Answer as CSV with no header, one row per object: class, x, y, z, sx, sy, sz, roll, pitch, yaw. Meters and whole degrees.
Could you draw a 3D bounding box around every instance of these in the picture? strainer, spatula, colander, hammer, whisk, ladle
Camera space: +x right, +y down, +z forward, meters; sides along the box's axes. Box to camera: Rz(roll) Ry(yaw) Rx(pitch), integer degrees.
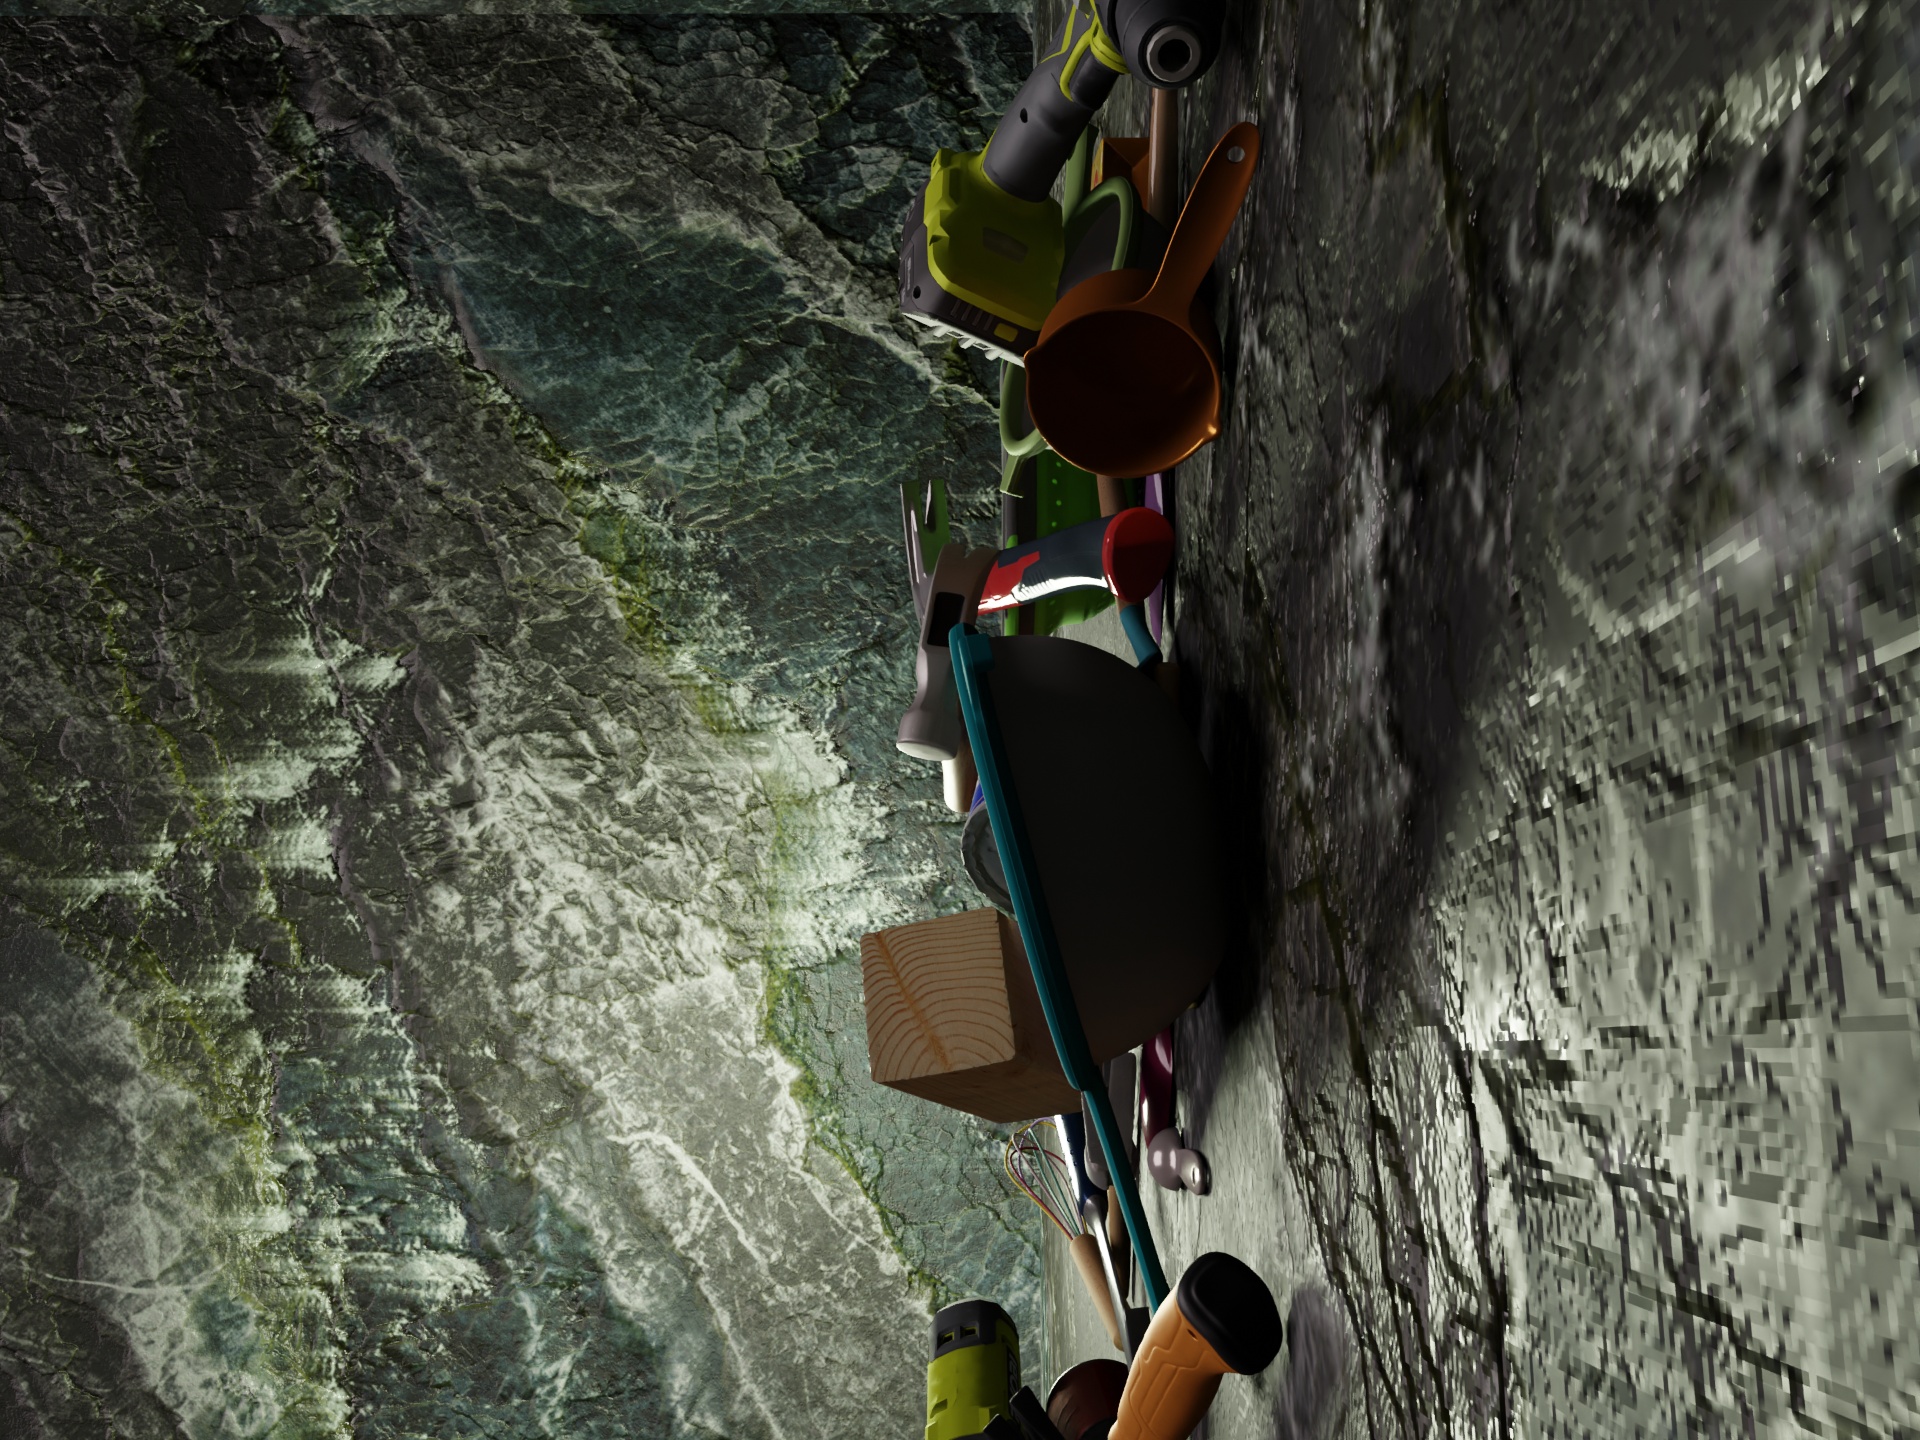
strainer,0.084,-0.241,0.867,0.151,0.069,0.257,126,158,-47
spatula,0.088,-0.081,0.938,0.318,0.044,0.082,-91,8,-49
colander,0.078,-0.189,1.207,0.397,0.094,0.204,-89,-1,-53
hammer,-0.001,-0.003,0.940,0.331,0.031,0.130,85,-165,-73
hammer,0.032,-0.102,0.956,0.386,0.038,0.143,177,86,-74
whisk,0.081,0.375,1.171,0.245,0.047,0.051,-125,31,-64
hammer,0.094,0.100,1.007,0.149,0.037,0.359,83,-171,-48
ladle,0.112,0.267,1.120,0.069,0.031,0.315,-96,4,-76
hammer,0.090,0.316,1.019,0.406,0.035,0.144,-102,12,-70
strainer,0.084,0.109,0.701,0.211,0.095,0.340,-19,-88,-87
hammer,0.078,0.307,0.705,0.127,0.034,0.336,40,148,25
spatula,0.114,-0.200,0.910,0.060,0.018,0.315,-91,0,-73

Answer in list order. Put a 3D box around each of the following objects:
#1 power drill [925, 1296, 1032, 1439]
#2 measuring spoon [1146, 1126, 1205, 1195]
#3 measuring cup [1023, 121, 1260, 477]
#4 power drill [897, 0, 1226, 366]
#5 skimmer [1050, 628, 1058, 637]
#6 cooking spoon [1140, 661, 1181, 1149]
power drill,0.042,0.509,1.022,0.171,0.080,0.223,-91,-23,-61
measuring spoon,0.112,0.233,0.831,0.124,0.018,0.034,91,179,-79
measuring cup,0.090,-0.190,0.699,0.052,0.095,0.173,-77,9,-49
power drill,0.052,-0.288,0.764,0.228,0.080,0.191,-54,24,40
skimmer,0.113,-0.100,1.294,0.127,0.090,0.363,-33,-46,-86
cooking spoon,0.113,0.117,0.902,0.069,0.017,0.318,-88,-3,-68
